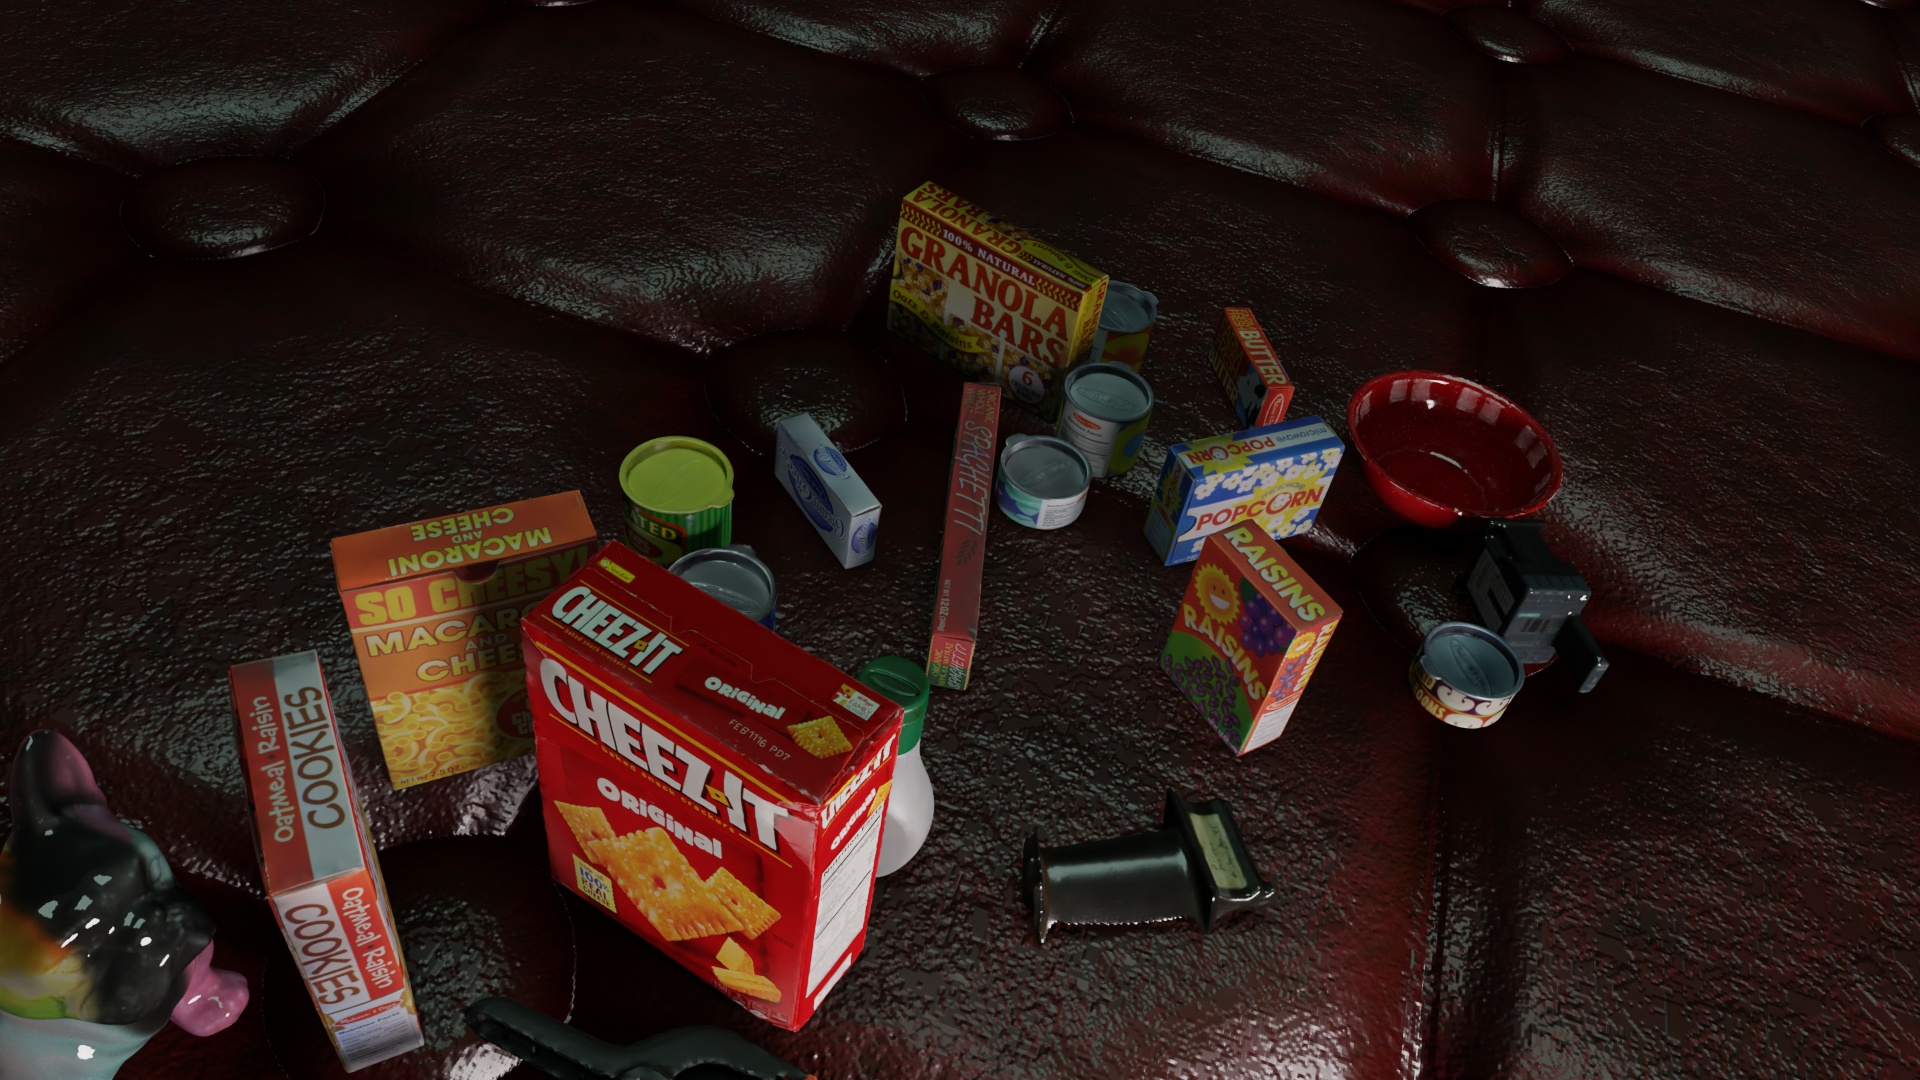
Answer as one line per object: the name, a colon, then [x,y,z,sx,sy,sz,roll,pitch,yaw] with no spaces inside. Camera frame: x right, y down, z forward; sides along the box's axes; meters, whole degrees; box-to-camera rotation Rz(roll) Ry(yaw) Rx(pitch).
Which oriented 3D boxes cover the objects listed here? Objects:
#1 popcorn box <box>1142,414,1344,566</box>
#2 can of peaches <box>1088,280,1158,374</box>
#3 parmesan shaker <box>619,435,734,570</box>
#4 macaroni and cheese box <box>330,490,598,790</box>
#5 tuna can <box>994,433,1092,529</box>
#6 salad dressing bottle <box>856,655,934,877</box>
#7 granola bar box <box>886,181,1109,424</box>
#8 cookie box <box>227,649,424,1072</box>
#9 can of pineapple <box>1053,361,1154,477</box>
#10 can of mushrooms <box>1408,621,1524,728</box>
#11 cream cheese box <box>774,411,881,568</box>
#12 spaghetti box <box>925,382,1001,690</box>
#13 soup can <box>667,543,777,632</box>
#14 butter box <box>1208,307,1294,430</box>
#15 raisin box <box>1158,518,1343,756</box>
popcorn box: [0.198,-0.035,0.971,0.127,0.084,0.038,-13,50,-22]
can of peaches: [0.119,-0.164,1.101,0.071,0.057,0.071,5,45,-5]
parmesan shaker: [-0.173,-0.003,0.859,0.071,0.102,0.072,5,45,-5]
macaroni and cheese box: [-0.254,0.056,0.741,0.124,0.165,0.040,-14,50,-22]
tuna can: [0.057,-0.043,0.989,0.071,0.032,0.071,5,45,-5]
salad dressing bottle: [-0.042,0.121,0.731,0.064,0.146,0.044,23,47,12]
granola bar box: [0.023,-0.180,1.053,0.166,0.123,0.039,32,49,20]
cookie box: [-0.293,0.150,0.642,0.040,0.166,0.123,-15,51,-23]
can of pineapple: [0.106,-0.089,1.026,0.071,0.057,0.071,5,45,-5]
can of mushrooms: [0.329,0.088,0.912,0.071,0.033,0.071,5,45,-5]
cream cheese box: [-0.091,-0.034,0.939,0.024,0.053,0.104,-21,53,-27]
spaghetti box: [0.003,-0.012,0.937,0.029,0.049,0.251,9,45,-2]
soup can: [-0.142,0.054,0.822,0.071,0.083,0.072,5,45,-5]
butter box: [0.228,-0.133,1.095,0.024,0.052,0.104,-3,47,-14]
raisin box: [0.174,0.060,0.848,0.040,0.122,0.086,-19,52,-26]
